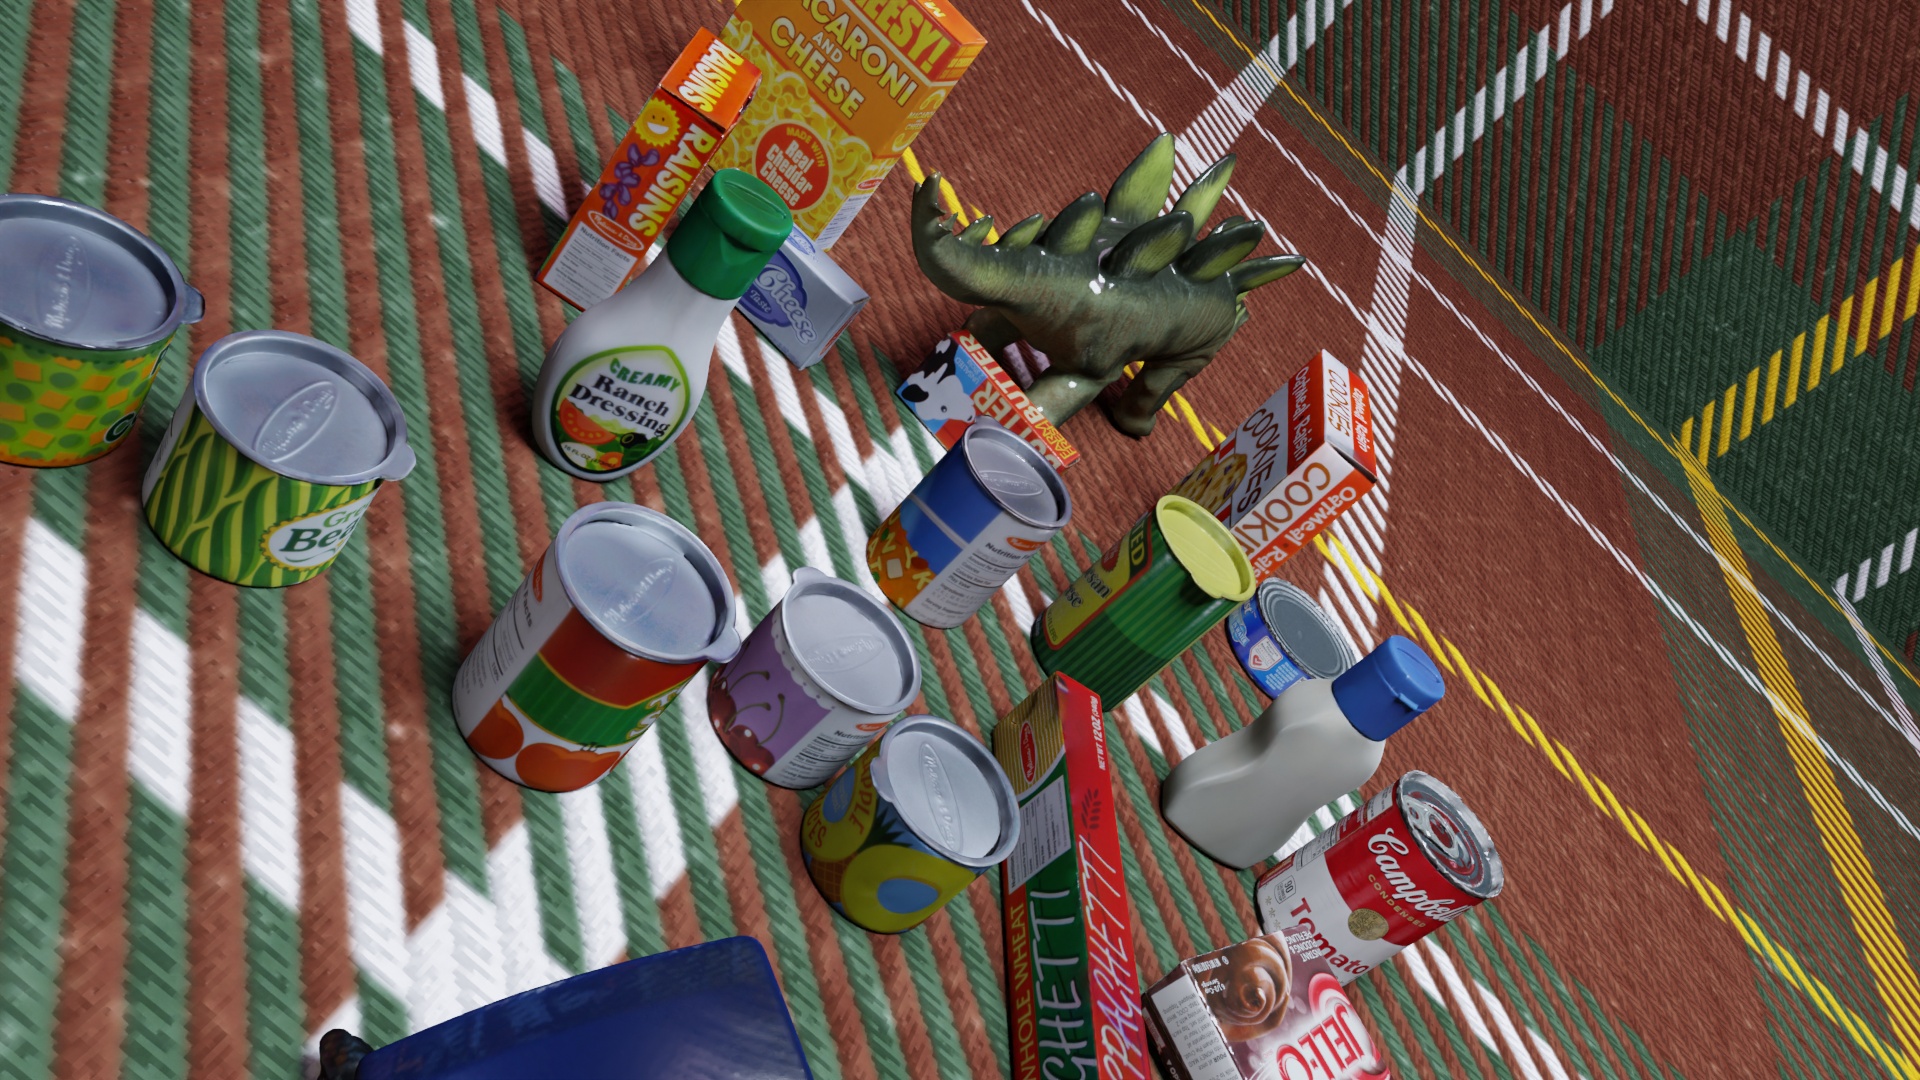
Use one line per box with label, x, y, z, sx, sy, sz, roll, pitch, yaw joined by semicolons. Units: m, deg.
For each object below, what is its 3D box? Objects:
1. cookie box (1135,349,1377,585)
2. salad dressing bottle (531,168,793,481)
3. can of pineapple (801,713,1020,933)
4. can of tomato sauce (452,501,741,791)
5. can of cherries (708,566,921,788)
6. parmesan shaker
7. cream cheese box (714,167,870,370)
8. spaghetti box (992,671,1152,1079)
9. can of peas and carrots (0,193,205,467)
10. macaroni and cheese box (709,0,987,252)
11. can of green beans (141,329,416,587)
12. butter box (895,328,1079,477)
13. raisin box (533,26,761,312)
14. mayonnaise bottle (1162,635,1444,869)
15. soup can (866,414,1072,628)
cookie box;0.165;-0.020;0.805;0.040;0.166;0.123;38;31;-11
salad dressing bottle;-0.123;-0.087;0.570;0.064;0.147;0.044;24;36;-30
can of pineapple;-0.021;0.110;0.540;0.071;0.057;0.071;30;34;-22
can of tomato sauce;-0.126;0.039;0.480;0.071;0.082;0.071;30;34;-22
can of cherries;-0.060;0.055;0.560;0.071;0.058;0.072;30;34;-22
parmesan shaker;0.092;0.035;0.716;0.071;0.102;0.072;30;34;-23
cream cheese box;-0.104;-0.147;0.755;0.104;0.053;0.024;45;31;1
spaghetti box;0.043;0.162;0.560;0.028;0.050;0.251;29;34;-24
can of peas and carrots;-0.288;-0.065;0.441;0.071;0.058;0.071;30;34;-22
macaroni and cheese box;-0.082;-0.269;0.817;0.124;0.165;0.040;46;31;4
can of green beans;-0.229;-0.027;0.463;0.071;0.057;0.071;30;34;-22
butter box;0.016;-0.066;0.797;0.103;0.053;0.024;49;31;7
raisin box;-0.149;-0.177;0.671;0.040;0.123;0.086;33;33;-18
mayonnaise bottle;0.168;0.103;0.680;0.064;0.147;0.041;36;32;-14
soup can;0.002;-0.009;0.684;0.071;0.083;0.072;30;34;-22
